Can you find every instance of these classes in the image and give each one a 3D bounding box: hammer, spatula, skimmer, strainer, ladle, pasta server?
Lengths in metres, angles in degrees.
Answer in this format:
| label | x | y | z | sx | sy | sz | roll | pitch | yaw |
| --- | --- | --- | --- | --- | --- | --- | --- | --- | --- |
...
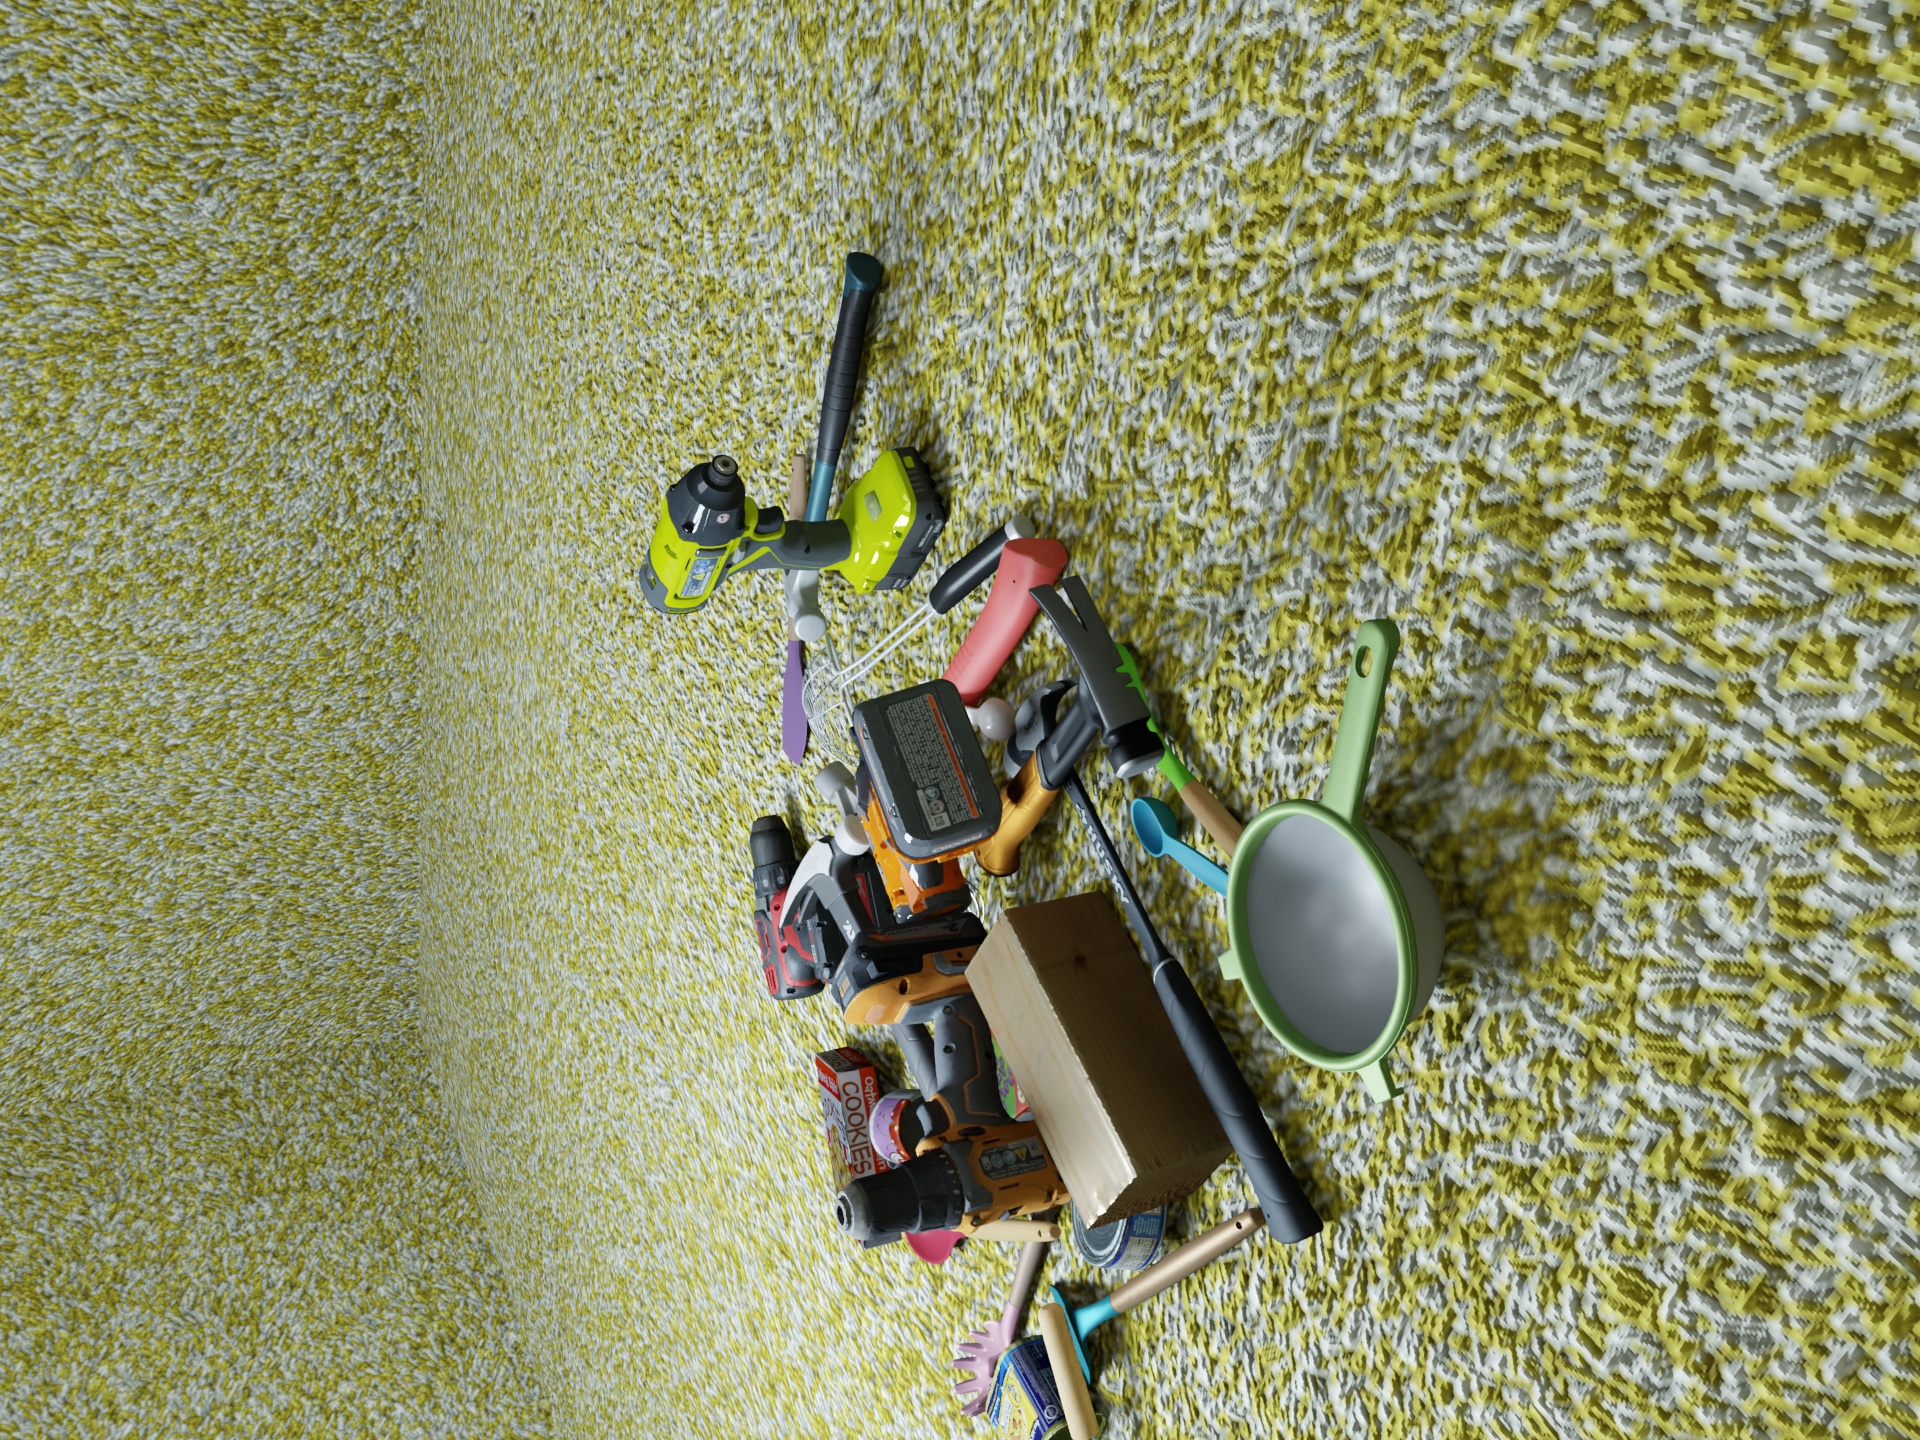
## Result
| label | x | y | z | sx | sy | sz | roll | pitch | yaw |
| --- | --- | --- | --- | --- | --- | --- | --- | --- | --- |
| hammer | -0.049 | 0.252 | 1.324 | 0.146 | 0.035 | 0.335 | -47 | 64 | 43 |
| spatula | 0.136 | 0.410 | 1.157 | 0.317 | 0.044 | 0.082 | -53 | 52 | 46 |
| skimmer | -0.030 | -0.071 | 1.322 | 0.363 | 0.090 | 0.127 | -37 | 65 | 46 |
| hammer | -0.002 | -0.004 | 1.256 | 0.149 | 0.037 | 0.359 | 45 | 134 | 12 |
| strainer | 0.223 | 0.065 | 0.867 | 0.152 | 0.069 | 0.256 | 37 | 127 | 54 |
| hammer | 0.052 | 0.031 | 1.074 | 0.127 | 0.034 | 0.336 | 66 | 161 | 17 |
| ladle | 0.016 | 0.425 | 1.335 | 0.315 | 0.031 | 0.069 | 143 | 115 | -64 |
| hammer | 0.132 | 0.151 | 1.063 | 0.149 | 0.036 | 0.409 | 104 | 144 | -60 |
| hammer | -0.115 | -0.243 | 1.401 | 0.128 | 0.033 | 0.330 | -114 | 34 | -56 |
| pasta server | 0.045 | 0.462 | 1.312 | 0.060 | 0.040 | 0.316 | -117 | 34 | -52 |
| spatula | -0.160 | -0.104 | 1.551 | 0.060 | 0.018 | 0.315 | 36 | 129 | 53 |

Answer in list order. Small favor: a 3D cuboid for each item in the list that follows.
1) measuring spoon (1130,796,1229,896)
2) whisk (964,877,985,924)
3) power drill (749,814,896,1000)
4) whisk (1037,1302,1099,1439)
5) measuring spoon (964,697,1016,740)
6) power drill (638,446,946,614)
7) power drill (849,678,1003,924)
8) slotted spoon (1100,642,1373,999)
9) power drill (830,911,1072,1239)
| label | x | y | z | sx | sy | sz | roll | pitch | yaw |
| --- | --- | --- | --- | --- | --- | --- | --- | --- | --- |
| measuring spoon | 0.153 | 0.084 | 1.036 | 0.129 | 0.021 | 0.042 | 38 | 143 | 55 |
| whisk | -0.002 | 0.241 | 1.334 | 0.058 | 0.059 | 0.246 | 0 | 106 | 15 |
| power drill | -0.147 | 0.175 | 1.544 | 0.226 | 0.080 | 0.188 | -24 | 76 | 63 |
| whisk | 0.102 | 0.560 | 1.199 | 0.051 | 0.047 | 0.245 | -16 | 90 | 26 |
| measuring spoon | -0.009 | -0.002 | 1.224 | 0.124 | 0.018 | 0.034 | 5 | 117 | 40 |
| power drill | -0.133 | -0.158 | 1.281 | 0.171 | 0.223 | 0.080 | -52 | 53 | 52 |
| power drill | -0.037 | 0.053 | 1.182 | 0.226 | 0.084 | 0.164 | 106 | 145 | -68 |
| slotted spoon | 0.161 | 0.059 | 1.018 | 0.314 | 0.031 | 0.070 | 53 | 145 | 38 |
| power drill | -0.027 | 0.264 | 1.163 | 0.226 | 0.185 | 0.084 | 67 | 150 | 29 |
